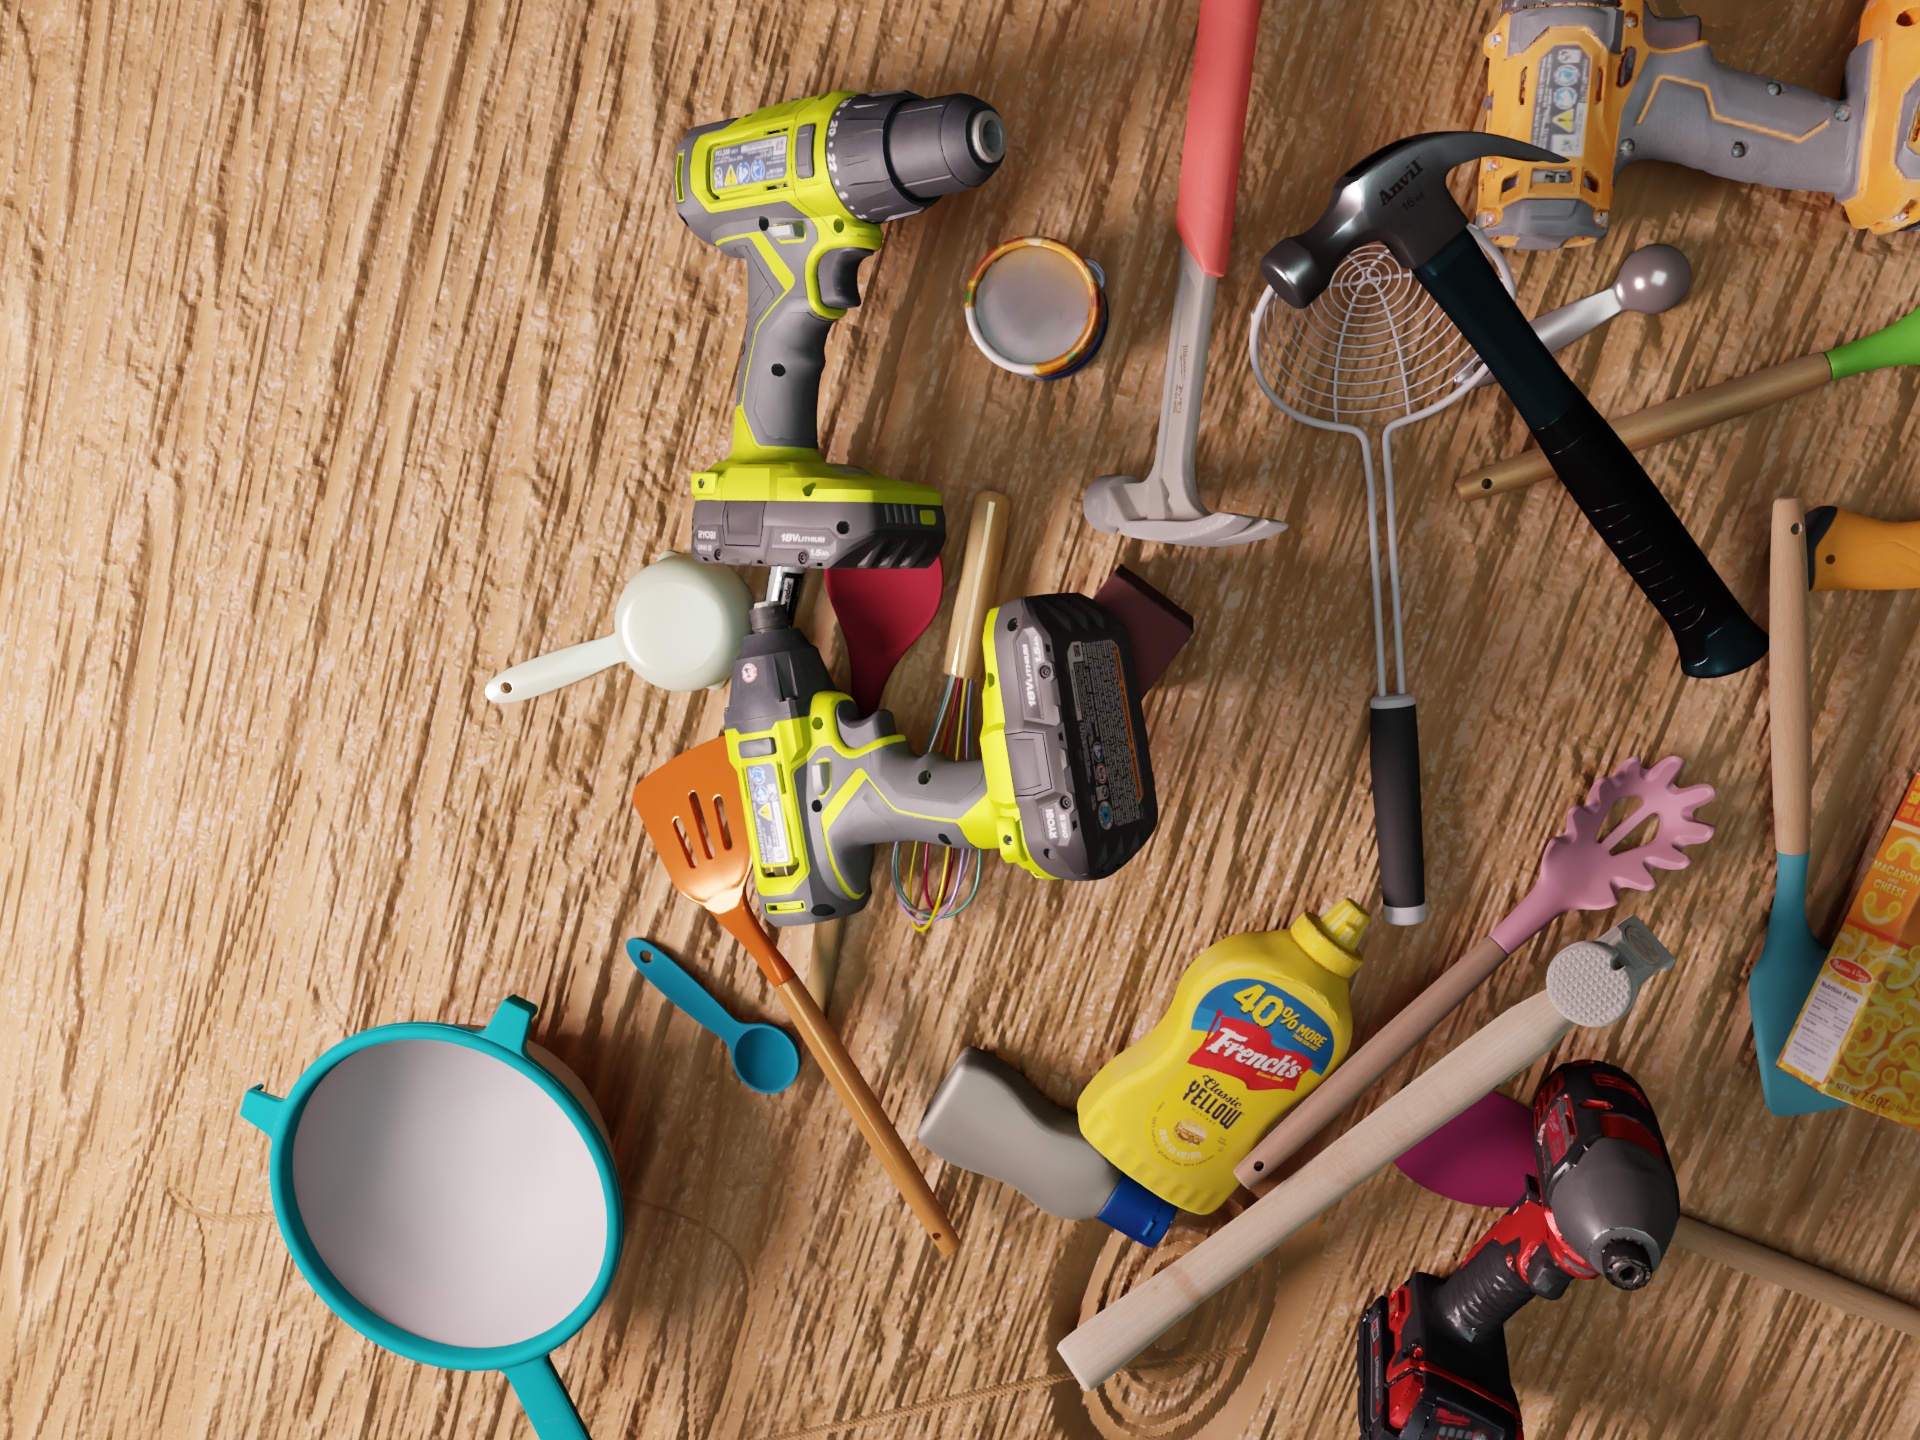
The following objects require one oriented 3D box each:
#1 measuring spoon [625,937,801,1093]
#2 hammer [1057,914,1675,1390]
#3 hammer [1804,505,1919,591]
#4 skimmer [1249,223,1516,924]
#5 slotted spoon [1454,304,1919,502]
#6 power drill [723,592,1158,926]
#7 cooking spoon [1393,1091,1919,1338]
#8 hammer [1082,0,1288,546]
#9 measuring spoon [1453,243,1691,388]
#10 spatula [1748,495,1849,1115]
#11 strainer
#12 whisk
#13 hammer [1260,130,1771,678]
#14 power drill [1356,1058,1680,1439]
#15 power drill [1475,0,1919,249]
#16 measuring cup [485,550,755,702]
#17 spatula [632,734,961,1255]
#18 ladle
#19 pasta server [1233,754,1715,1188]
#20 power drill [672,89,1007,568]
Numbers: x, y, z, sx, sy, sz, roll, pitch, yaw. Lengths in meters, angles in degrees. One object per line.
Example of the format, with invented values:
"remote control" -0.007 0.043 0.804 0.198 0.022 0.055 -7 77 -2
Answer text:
"measuring spoon" -0.144 0.168 0.933 0.128 0.021 0.042 38 108 9
"hammer" 0.205 0.242 0.856 0.410 0.146 0.038 -46 67 24
"hammer" 0.582 -0.086 0.775 0.337 0.034 0.127 -4 99 9
"skimmer" 0.218 -0.064 0.799 0.127 0.090 0.363 -5 100 5
"slotted spoon" 0.403 -0.164 0.789 0.314 0.031 0.070 -18 98 12
"power drill" -0.023 0.011 0.803 0.223 0.080 0.171 -9 91 35
"cooking spoon" 0.388 0.277 0.876 0.319 0.017 0.068 21 103 5
"hammer" 0.125 -0.264 0.766 0.036 0.149 0.359 4 96 -24
"measuring spoon" 0.307 -0.200 0.799 0.124 0.018 0.034 -27 96 12
"spatula" 0.429 0.045 0.804 0.082 0.044 0.317 -12 106 -5
"strainer" -0.257 0.317 0.935 0.211 0.095 0.340 -21 99 14
"whisk" 0.000 -0.002 0.866 0.051 0.047 0.245 11 98 7
"hammer" 0.287 -0.137 0.753 0.128 0.033 0.330 -43 112 6
"power drill" 0.289 0.293 0.817 0.078 0.143 0.219 25 114 3
"power drill" 0.362 -0.316 0.742 0.226 0.084 0.185 4 100 12
"measuring cup" -0.196 -0.039 0.886 0.167 0.038 0.083 -19 97 9
"spatula" -0.083 0.163 0.901 0.081 0.041 0.322 -28 97 23
"ladle" -0.060 0.034 0.889 0.069 0.031 0.315 14 104 16
"pasta server" 0.263 0.137 0.834 0.316 0.040 0.060 -43 77 3
"power drill" -0.061 -0.190 0.780 0.191 0.080 0.228 7 99 39
